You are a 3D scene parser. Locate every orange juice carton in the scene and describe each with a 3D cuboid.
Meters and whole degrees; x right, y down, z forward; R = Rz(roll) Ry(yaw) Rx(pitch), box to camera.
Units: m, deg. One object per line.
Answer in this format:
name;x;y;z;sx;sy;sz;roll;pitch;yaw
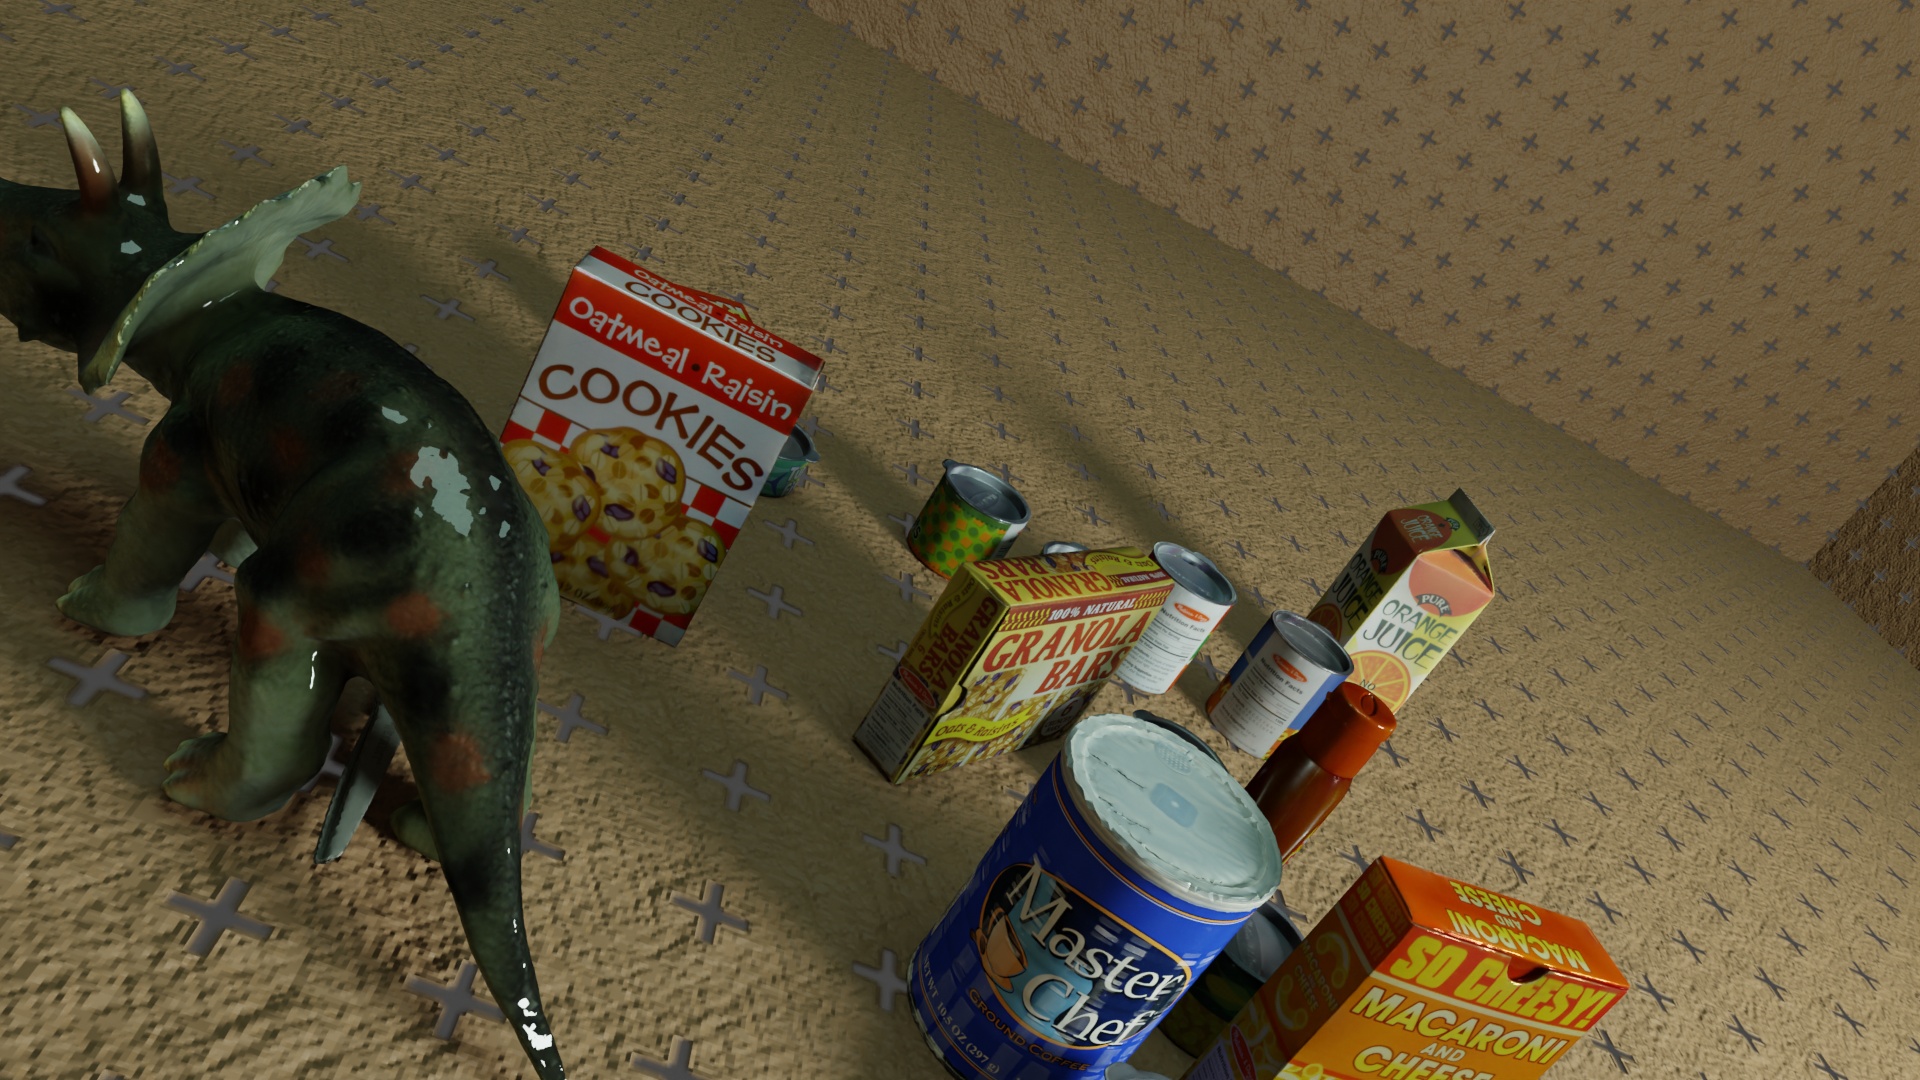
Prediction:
orange juice carton;0.328;0.050;1.044;0.073;0.191;0.072;25;25;-14

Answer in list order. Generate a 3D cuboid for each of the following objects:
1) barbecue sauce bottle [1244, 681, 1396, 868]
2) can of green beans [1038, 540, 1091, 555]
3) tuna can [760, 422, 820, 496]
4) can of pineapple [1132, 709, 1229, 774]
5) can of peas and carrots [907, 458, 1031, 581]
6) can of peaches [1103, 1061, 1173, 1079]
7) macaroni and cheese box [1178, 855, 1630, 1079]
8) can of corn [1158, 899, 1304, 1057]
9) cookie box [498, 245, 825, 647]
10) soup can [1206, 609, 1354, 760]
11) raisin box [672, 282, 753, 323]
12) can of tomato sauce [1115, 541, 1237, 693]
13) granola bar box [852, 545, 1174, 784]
barbecue sauce bottle;0.176;0.142;0.753;0.044;0.148;0.065;36;25;9
can of green beans;0.069;0.043;0.921;0.071;0.057;0.071;26;25;-13
tuna can;-0.130;-0.059;0.912;0.071;0.032;0.071;26;25;-13
can of pineapple;0.109;0.141;0.785;0.071;0.057;0.071;26;25;-13
can of peas and carrots;0.003;-0.012;0.946;0.071;0.058;0.071;26;25;-13
can of peaches;0.066;0.248;0.535;0.071;0.057;0.071;26;25;-13
macaroni and cheese box;0.182;0.219;0.594;0.124;0.165;0.040;21;26;-23
can of corn;0.127;0.209;0.677;0.071;0.058;0.071;26;25;-13
cookie box;-0.160;-0.043;0.688;0.123;0.166;0.040;26;25;-12
soup can;0.220;0.100;0.958;0.071;0.083;0.072;26;25;-13
raisin box;-0.181;-0.087;0.798;0.086;0.123;0.040;13;31;-36
can of tomato sauce;0.139;0.052;0.953;0.071;0.082;0.071;26;25;-13
granola bar box;0.034;0.065;0.761;0.039;0.123;0.166;45;28;27
